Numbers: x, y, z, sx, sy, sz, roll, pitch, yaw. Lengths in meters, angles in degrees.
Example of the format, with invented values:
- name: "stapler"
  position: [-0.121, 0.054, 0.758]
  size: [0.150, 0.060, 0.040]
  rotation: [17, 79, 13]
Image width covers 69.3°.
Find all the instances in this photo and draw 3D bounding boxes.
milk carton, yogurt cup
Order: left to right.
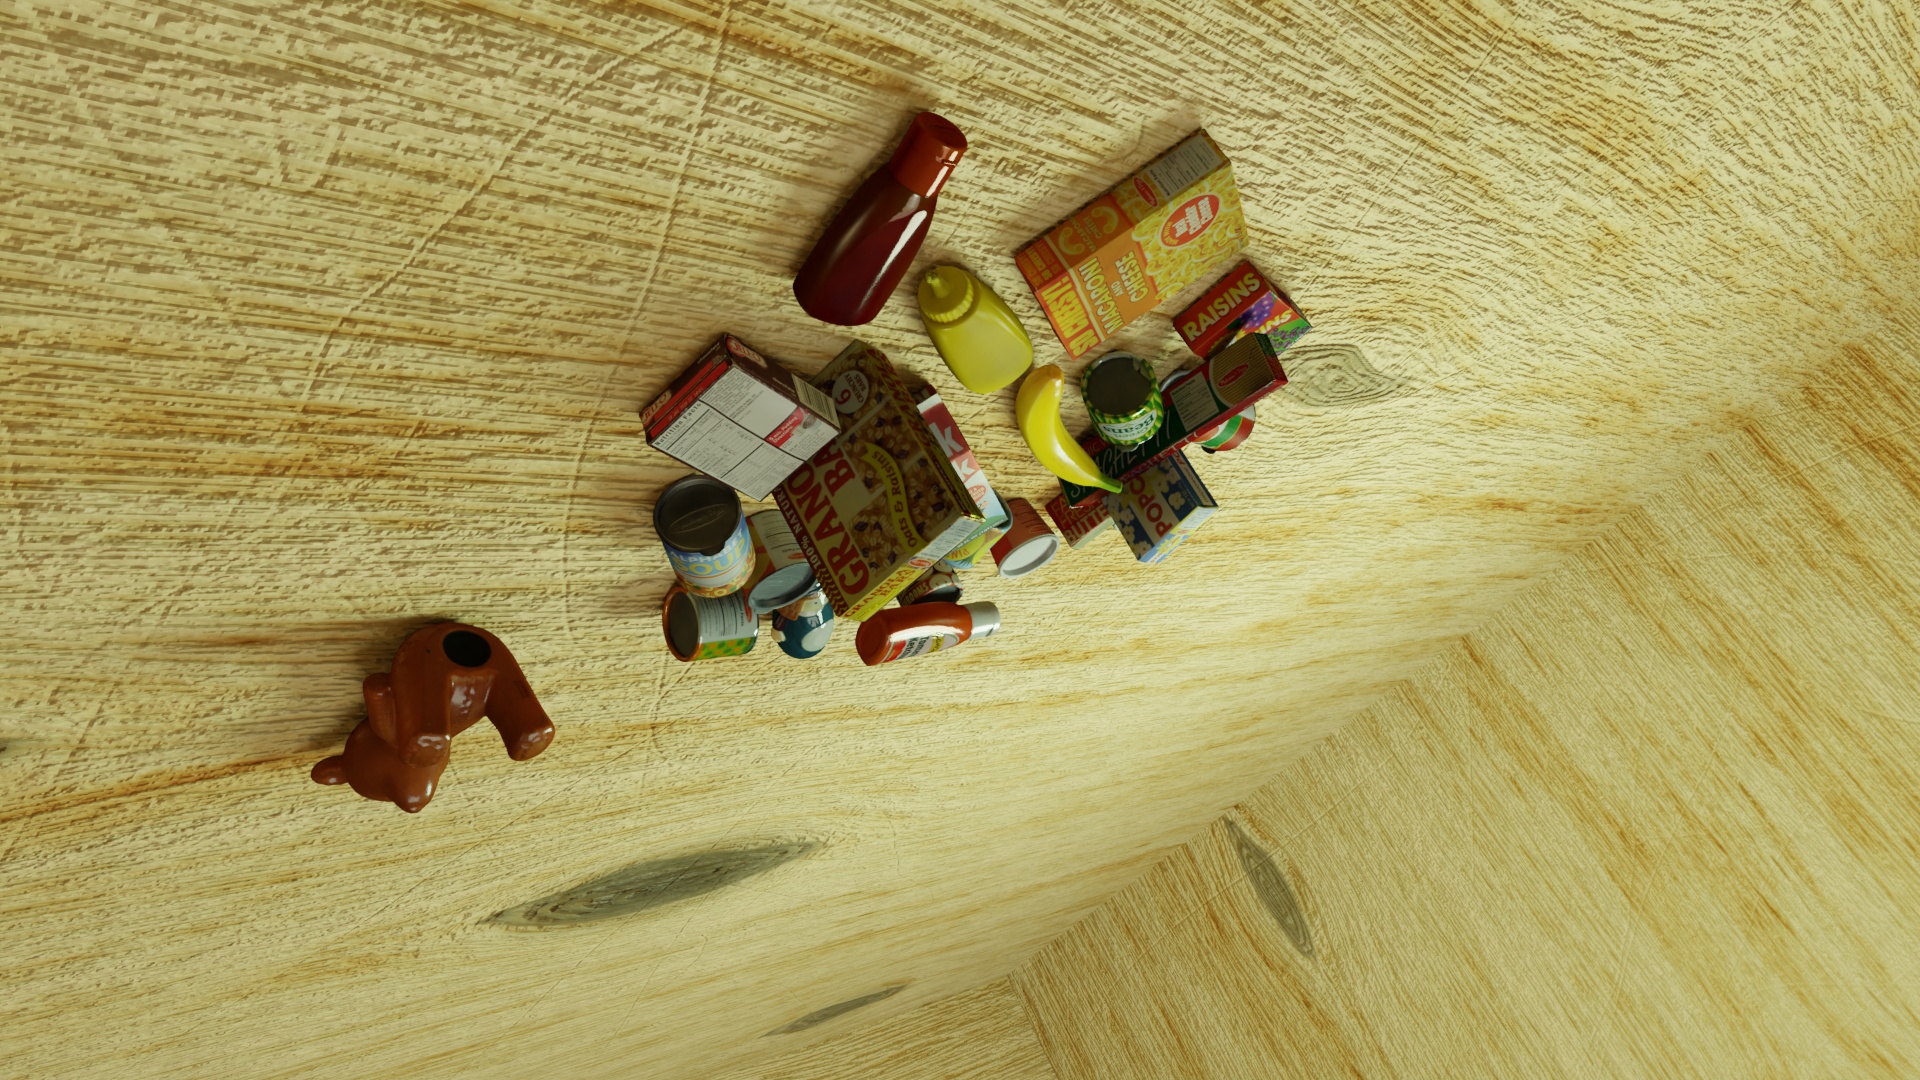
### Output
- name: "milk carton"
  position: [-0.026, -0.061, 1.138]
  size: [0.072, 0.073, 0.190]
  rotation: [-30, 155, 1]
- name: "yogurt cup"
  position: [0.056, -0.004, 1.359]
  size: [0.072, 0.054, 0.072]
  rotation: [-24, 155, -12]

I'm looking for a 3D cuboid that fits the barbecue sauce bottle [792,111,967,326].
- name: "barbecue sauce bottle"
  position: [-0.048, -0.202, 0.883]
  size: [0.065, 0.044, 0.147]
  rotation: [-4, 144, -44]

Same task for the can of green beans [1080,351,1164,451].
- name: "can of green beans"
  position: [0.142, -0.123, 1.212]
  size: [0.071, 0.071, 0.057]
  rotation: [-31, 155, 2]

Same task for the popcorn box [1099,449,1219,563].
- name: "popcorn box"
  position: [0.176, -0.053, 1.311]
  size: [0.038, 0.127, 0.085]
  rotation: [4, 139, -45]

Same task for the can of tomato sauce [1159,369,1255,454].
- name: "can of tomato sauce"
  position: [0.230, -0.121, 1.312]
  size: [0.071, 0.071, 0.083]
  rotation: [-42, 152, 25]

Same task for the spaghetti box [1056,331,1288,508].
- name: "spaghetti box"
  position: [0.183, -0.104, 1.253]
  size: [0.029, 0.050, 0.249]
  rotation: [-2, 157, -46]

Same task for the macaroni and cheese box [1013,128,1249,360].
- name: "macaroni and cheese box"
  position: [0.132, -0.220, 1.051]
  size: [0.166, 0.040, 0.123]
  rotation: [-33, 155, 5]

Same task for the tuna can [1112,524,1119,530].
- name: "tuna can"
  position: [0.182, -0.043, 1.449]
  size: [0.071, 0.033, 0.070]
  rotation: [-24, 155, -12]

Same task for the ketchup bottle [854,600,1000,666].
- name: "ketchup bottle"
  position: [-0.028, 0.086, 1.367]
  size: [0.149, 0.044, 0.064]
  rotation: [-8, 147, -38]

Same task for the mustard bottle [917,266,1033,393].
- name: "mustard bottle"
  position: [0.004, -0.161, 1.012]
  size: [0.065, 0.049, 0.160]
  rotation: [-33, 155, 6]

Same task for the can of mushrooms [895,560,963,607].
- name: "can of mushrooms"
  position: [-0.034, 0.050, 1.388]
  size: [0.071, 0.033, 0.070]
  rotation: [-23, 154, -12]

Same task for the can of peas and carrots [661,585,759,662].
- name: "can of peas and carrots"
  position: [-0.216, 0.070, 1.189]
  size: [0.059, 0.071, 0.070]
  rotation: [-5, 145, -41]

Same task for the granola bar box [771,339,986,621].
- name: "granola bar box"
  position: [-0.072, -0.043, 1.011]
  size: [0.124, 0.166, 0.039]
  rotation: [-39, 154, 19]

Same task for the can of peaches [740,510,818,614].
- name: "can of peaches"
  position: [-0.160, 0.018, 1.160]
  size: [0.071, 0.058, 0.071]
  rotation: [-25, 156, -12]

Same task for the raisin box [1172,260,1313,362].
- name: "raisin box"
  position: [0.253, -0.192, 1.236]
  size: [0.086, 0.040, 0.123]
  rotation: [-39, 155, 21]

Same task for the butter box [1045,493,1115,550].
- name: "butter box"
  position: [0.139, -0.040, 1.383]
  size: [0.103, 0.053, 0.024]
  rotation: [-37, 157, 17]

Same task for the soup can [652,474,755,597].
- name: "soup can"
  position: [-0.195, 0.001, 1.072]
  size: [0.071, 0.071, 0.083]
  rotation: [-24, 155, -12]

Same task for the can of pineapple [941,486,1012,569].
- name: "can of pineapple"
  position: [0.005, -0.016, 1.264]
  size: [0.071, 0.071, 0.057]
  rotation: [1, 140, -49]
